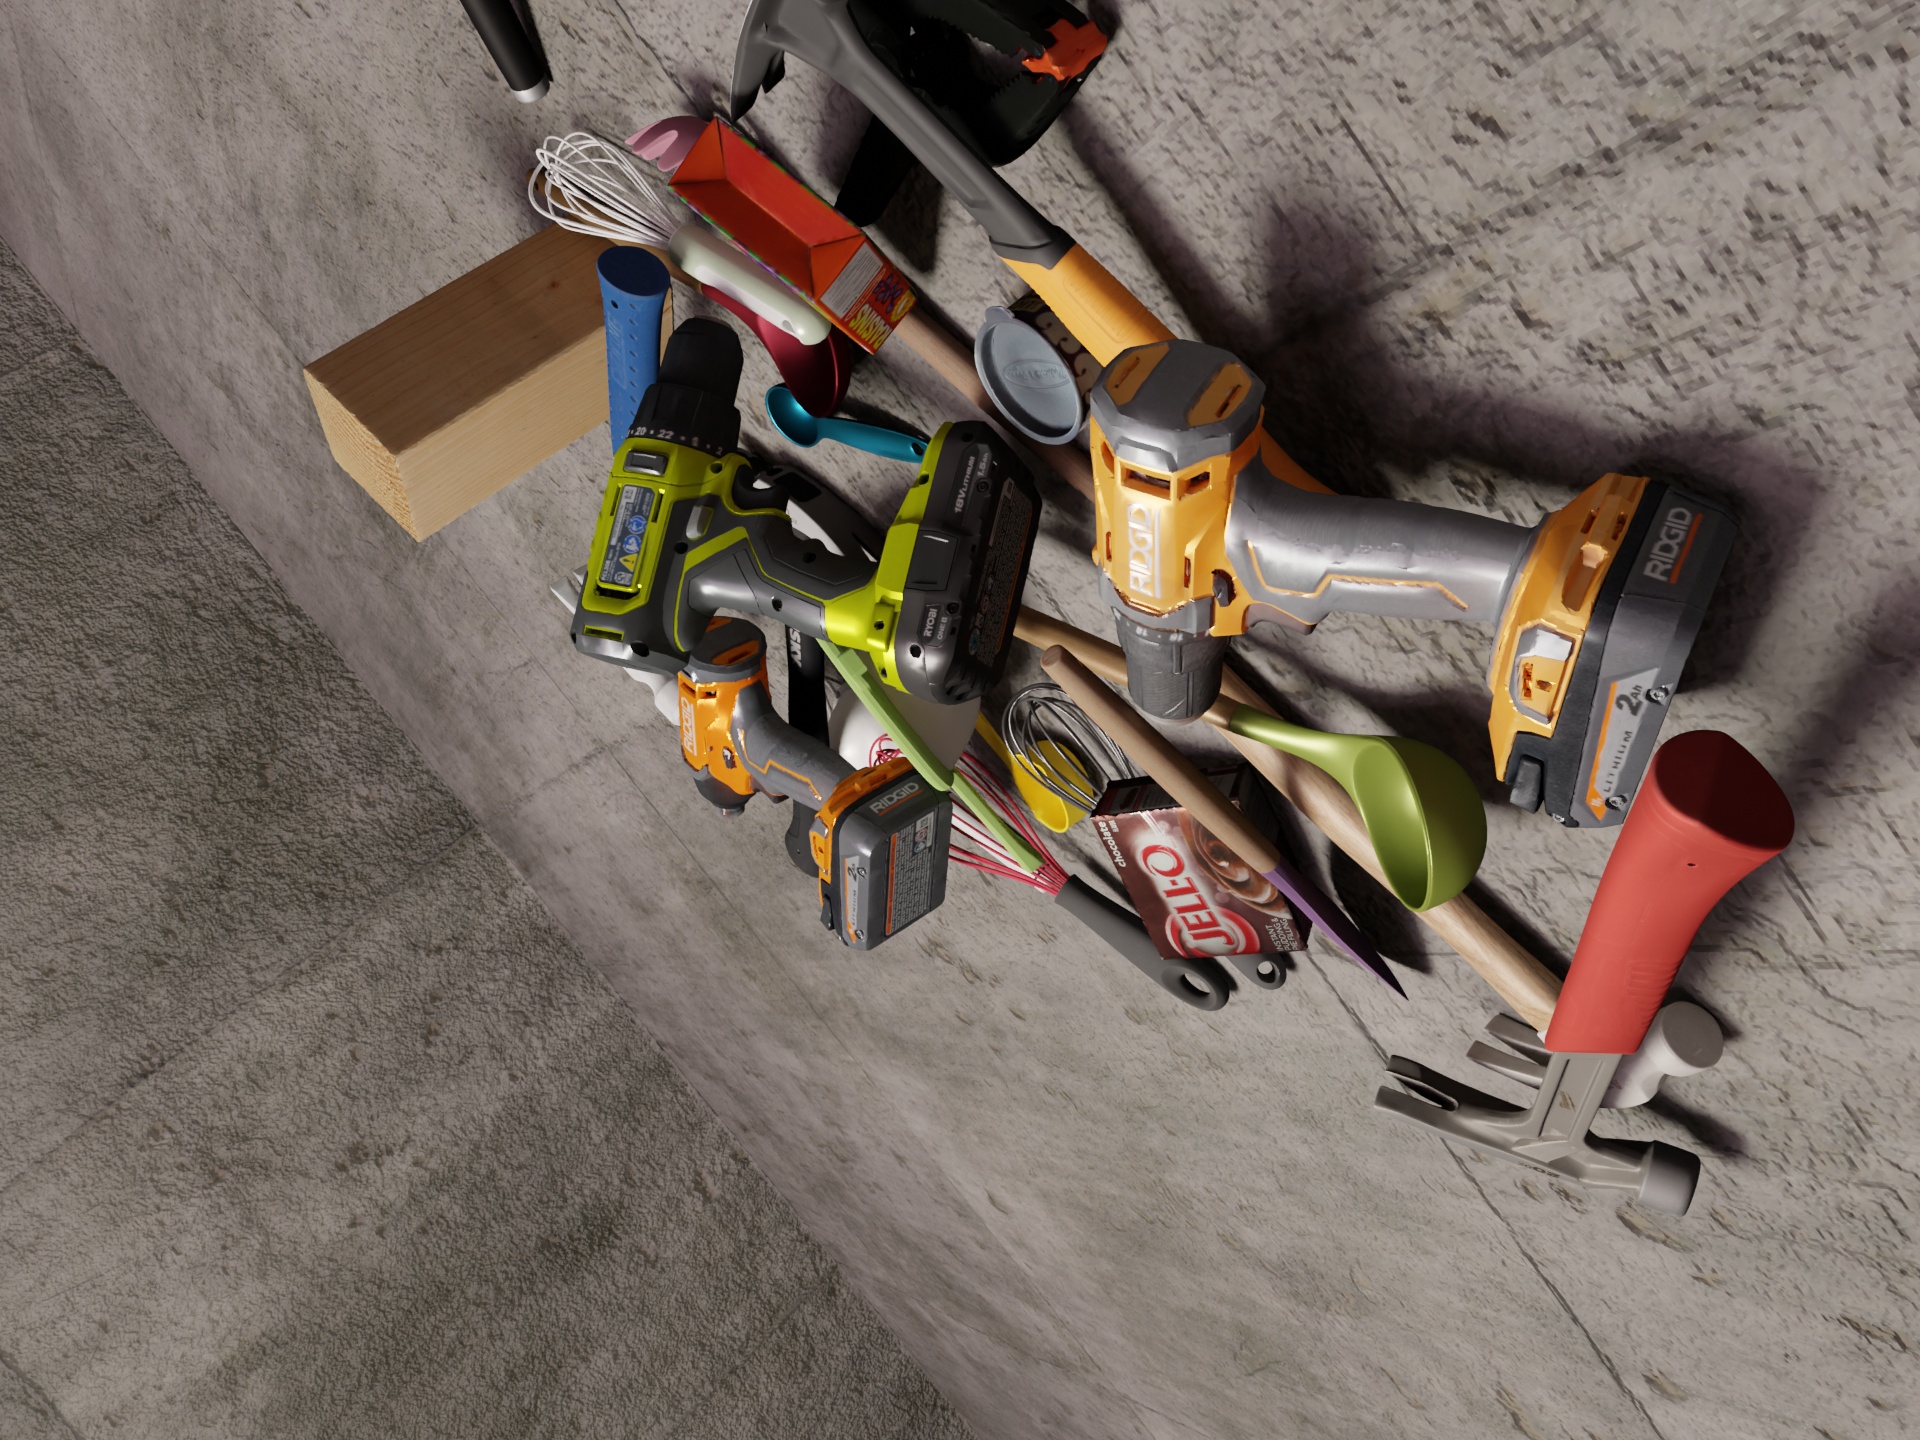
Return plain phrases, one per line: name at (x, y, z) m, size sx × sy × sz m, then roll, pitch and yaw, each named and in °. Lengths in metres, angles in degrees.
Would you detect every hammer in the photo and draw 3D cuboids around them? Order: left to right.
hammer at (-0.215, -0.146, 1.029) m, size 0.144 × 0.035 × 0.405 m, roll 44°, pitch 152°, yaw 14°
hammer at (-0.103, -0.017, 1.103) m, size 0.146 × 0.035 × 0.334 m, roll 31°, pitch 137°, yaw 31°
hammer at (0.043, -0.175, 0.654) m, size 0.336 × 0.034 × 0.127 m, roll 43°, pitch 160°, yaw -8°
hammer at (0.206, 0.063, 0.785) m, size 0.331 × 0.031 × 0.130 m, roll 44°, pitch 155°, yaw 11°
hammer at (0.252, 0.112, 0.643) m, size 0.149 × 0.037 × 0.358 m, roll 17°, pitch 152°, yaw 22°

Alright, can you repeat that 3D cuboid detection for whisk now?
whisk at (-0.158, -0.267, 0.883) m, size 0.246 × 0.059 × 0.057 m, roll 37°, pitch 169°, yaw 28°
whisk at (0.054, 0.100, 1.061) m, size 0.296 × 0.073 × 0.073 m, roll 35°, pitch 153°, yaw 15°
whisk at (0.112, 0.072, 0.941) m, size 0.239 × 0.055 × 0.055 m, roll 48°, pitch 156°, yaw -6°

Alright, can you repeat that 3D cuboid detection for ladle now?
ladle at (-0.164, -0.266, 0.937) m, size 0.316 × 0.031 × 0.069 m, roll 37°, pitch 137°, yaw 30°
ladle at (0.104, -0.004, 0.765) m, size 0.320 × 0.062 × 0.078 m, roll 27°, pitch 144°, yaw 32°

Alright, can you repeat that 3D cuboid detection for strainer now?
strainer at (-0.022, 0.052, 1.145) m, size 0.259 × 0.050 × 0.086 m, roll 36°, pitch 138°, yaw 20°
strainer at (-0.002, -0.003, 0.958) m, size 0.256 × 0.069 × 0.152 m, roll 50°, pitch -177°, yaw -33°

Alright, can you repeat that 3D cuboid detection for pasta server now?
pasta server at (-0.045, -0.209, 0.807) m, size 0.316 × 0.040 × 0.060 m, roll 43°, pitch -171°, yaw 10°

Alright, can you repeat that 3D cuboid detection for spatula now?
spatula at (0.135, 0.054, 0.775) m, size 0.315 × 0.018 × 0.060 m, roll 40°, pitch -166°, yaw -36°

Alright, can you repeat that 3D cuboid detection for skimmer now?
skimmer at (-0.269, -0.485, 0.795) m, size 0.127 × 0.090 × 0.362 m, roll 32°, pitch 161°, yaw 28°

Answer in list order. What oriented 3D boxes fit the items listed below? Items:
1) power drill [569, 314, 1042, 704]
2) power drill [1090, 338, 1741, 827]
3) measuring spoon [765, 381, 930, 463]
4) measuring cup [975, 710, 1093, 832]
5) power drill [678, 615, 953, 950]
power drill at (-0.081, -0.107, 0.817) m, size 0.228 × 0.190 × 0.080 m, roll 11°, pitch 174°, yaw 21°
power drill at (0.155, -0.038, 0.613) m, size 0.226 × 0.084 × 0.185 m, roll 21°, pitch 146°, yaw 22°
measuring spoon at (-0.059, -0.171, 0.918) m, size 0.129 × 0.021 × 0.042 m, roll 21°, pitch 143°, yaw 31°
measuring cup at (0.031, 0.005, 1.014) m, size 0.157 × 0.029 × 0.062 m, roll 51°, pitch 159°, yaw 27°
power drill at (-0.108, 0.049, 1.066) m, size 0.227 × 0.084 × 0.164 m, roll 39°, pitch 142°, yaw 31°
